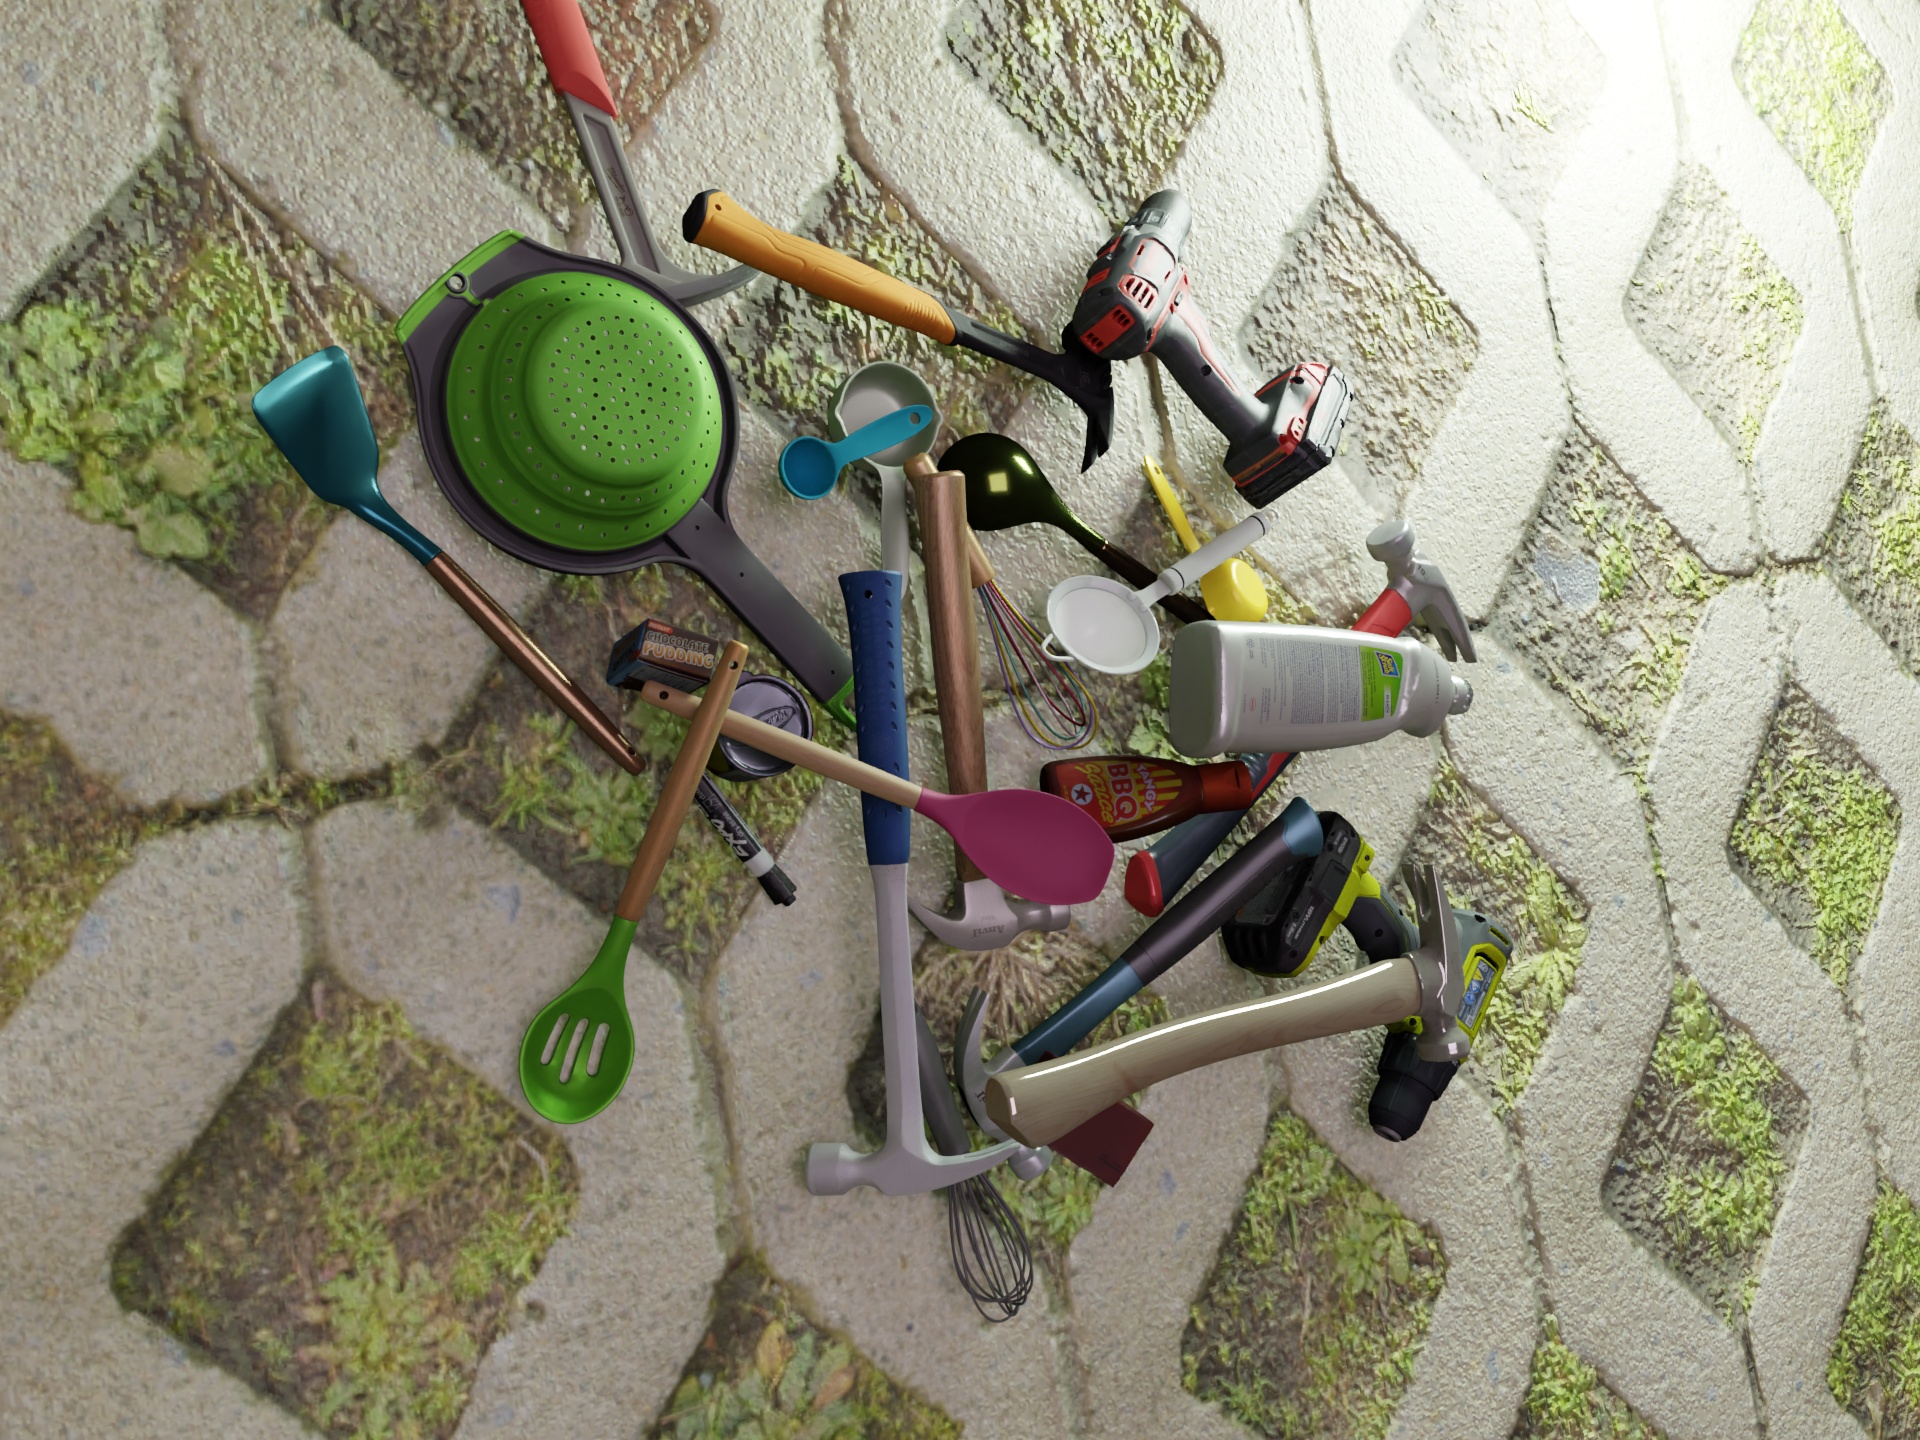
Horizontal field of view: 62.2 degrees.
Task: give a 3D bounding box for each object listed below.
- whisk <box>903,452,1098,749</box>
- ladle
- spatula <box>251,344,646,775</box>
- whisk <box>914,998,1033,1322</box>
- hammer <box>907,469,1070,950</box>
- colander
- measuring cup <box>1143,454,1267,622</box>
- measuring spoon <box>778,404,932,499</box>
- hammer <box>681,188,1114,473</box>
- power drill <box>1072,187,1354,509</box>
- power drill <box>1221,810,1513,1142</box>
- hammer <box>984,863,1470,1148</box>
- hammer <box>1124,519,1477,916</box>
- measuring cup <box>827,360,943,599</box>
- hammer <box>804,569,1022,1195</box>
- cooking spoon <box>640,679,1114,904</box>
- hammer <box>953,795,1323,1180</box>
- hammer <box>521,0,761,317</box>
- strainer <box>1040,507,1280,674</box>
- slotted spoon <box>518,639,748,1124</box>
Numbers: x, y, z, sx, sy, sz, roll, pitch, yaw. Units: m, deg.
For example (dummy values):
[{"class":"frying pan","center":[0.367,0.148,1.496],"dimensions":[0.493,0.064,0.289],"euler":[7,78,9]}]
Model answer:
[{"class":"whisk","center":[0.031,-0.082,1.127],"dimensions":[0.051,0.047,0.244],"euler":[-40,109,-28]},{"class":"ladle","center":[0.115,-0.113,1.194],"dimensions":[0.320,0.062,0.078],"euler":[32,59,-26]},{"class":"spatula","center":[-0.302,-0.085,0.982],"dimensions":[0.317,0.044,0.082],"euler":[48,39,-15]},{"class":"whisk","center":[-0.006,0.293,1.080],"dimensions":[0.055,0.055,0.239],"euler":[-20,88,-26]},{"class":"hammer","center":[-0.002,-0.003,1.092],"dimensions":[0.130,0.031,0.331],"euler":[-9,99,-21]},{"class":"colander","center":[-0.169,-0.138,1.005],"dimensions":[0.396,0.094,0.204],"euler":[47,69,-20]},{"class":"measuring cup","center":[0.189,-0.141,1.225],"dimensions":[0.062,0.029,0.156],"euler":[-31,93,-54]},{"class":"measuring spoon","center":[-0.072,-0.186,1.081],"dimensions":[0.128,0.021,0.042],"euler":[-31,105,-30]},{"class":"hammer","center":[-0.034,-0.280,1.105],"dimensions":[0.336,0.034,0.127],"euler":[17,56,-28]},{"class":"power drill","center":[0.195,-0.294,1.219],"dimensions":[0.226,0.080,0.188],"euler":[40,48,-16]},{"class":"power drill","center":[0.314,0.195,1.228],"dimensions":[0.228,0.080,0.191],"euler":[39,69,-20]},{"class":"hammer","center":[0.194,0.201,1.088],"dimensions":[0.410,0.038,0.146],"euler":[-8,89,-32]},{"class":"hammer","center":[0.266,0.018,1.243],"dimensions":[0.386,0.038,0.143],"euler":[-46,114,-21]},{"class":"measuring cup","center":[-0.055,-0.166,1.117],"dimensions":[0.083,0.038,0.167],"euler":[-3,91,-27]},{"class":"hammer","center":[-0.040,0.105,1.041],"dimensions":[0.144,0.035,0.405],"euler":[-4,87,10]},{"class":"cooking spoon","center":[-0.051,0.040,1.007],"dimensions":[0.319,0.017,0.069],"euler":[22,83,-7]},{"class":"hammer","center":[0.133,0.171,1.132],"dimensions":[0.331,0.033,0.128],"euler":[-38,101,-12]},{"class":"hammer","center":[-0.252,-0.446,1.054],"dimensions":[0.149,0.037,0.359],"euler":[-21,94,-26]},{"class":"strainer","center":[0.148,-0.096,1.162],"dimensions":[0.258,0.050,0.087],"euler":[-33,73,-27]},{"class":"slotted spoon","center":[-0.193,0.098,0.978],"dimensions":[0.070,0.031,0.314],"euler":[21,92,-22]}]
